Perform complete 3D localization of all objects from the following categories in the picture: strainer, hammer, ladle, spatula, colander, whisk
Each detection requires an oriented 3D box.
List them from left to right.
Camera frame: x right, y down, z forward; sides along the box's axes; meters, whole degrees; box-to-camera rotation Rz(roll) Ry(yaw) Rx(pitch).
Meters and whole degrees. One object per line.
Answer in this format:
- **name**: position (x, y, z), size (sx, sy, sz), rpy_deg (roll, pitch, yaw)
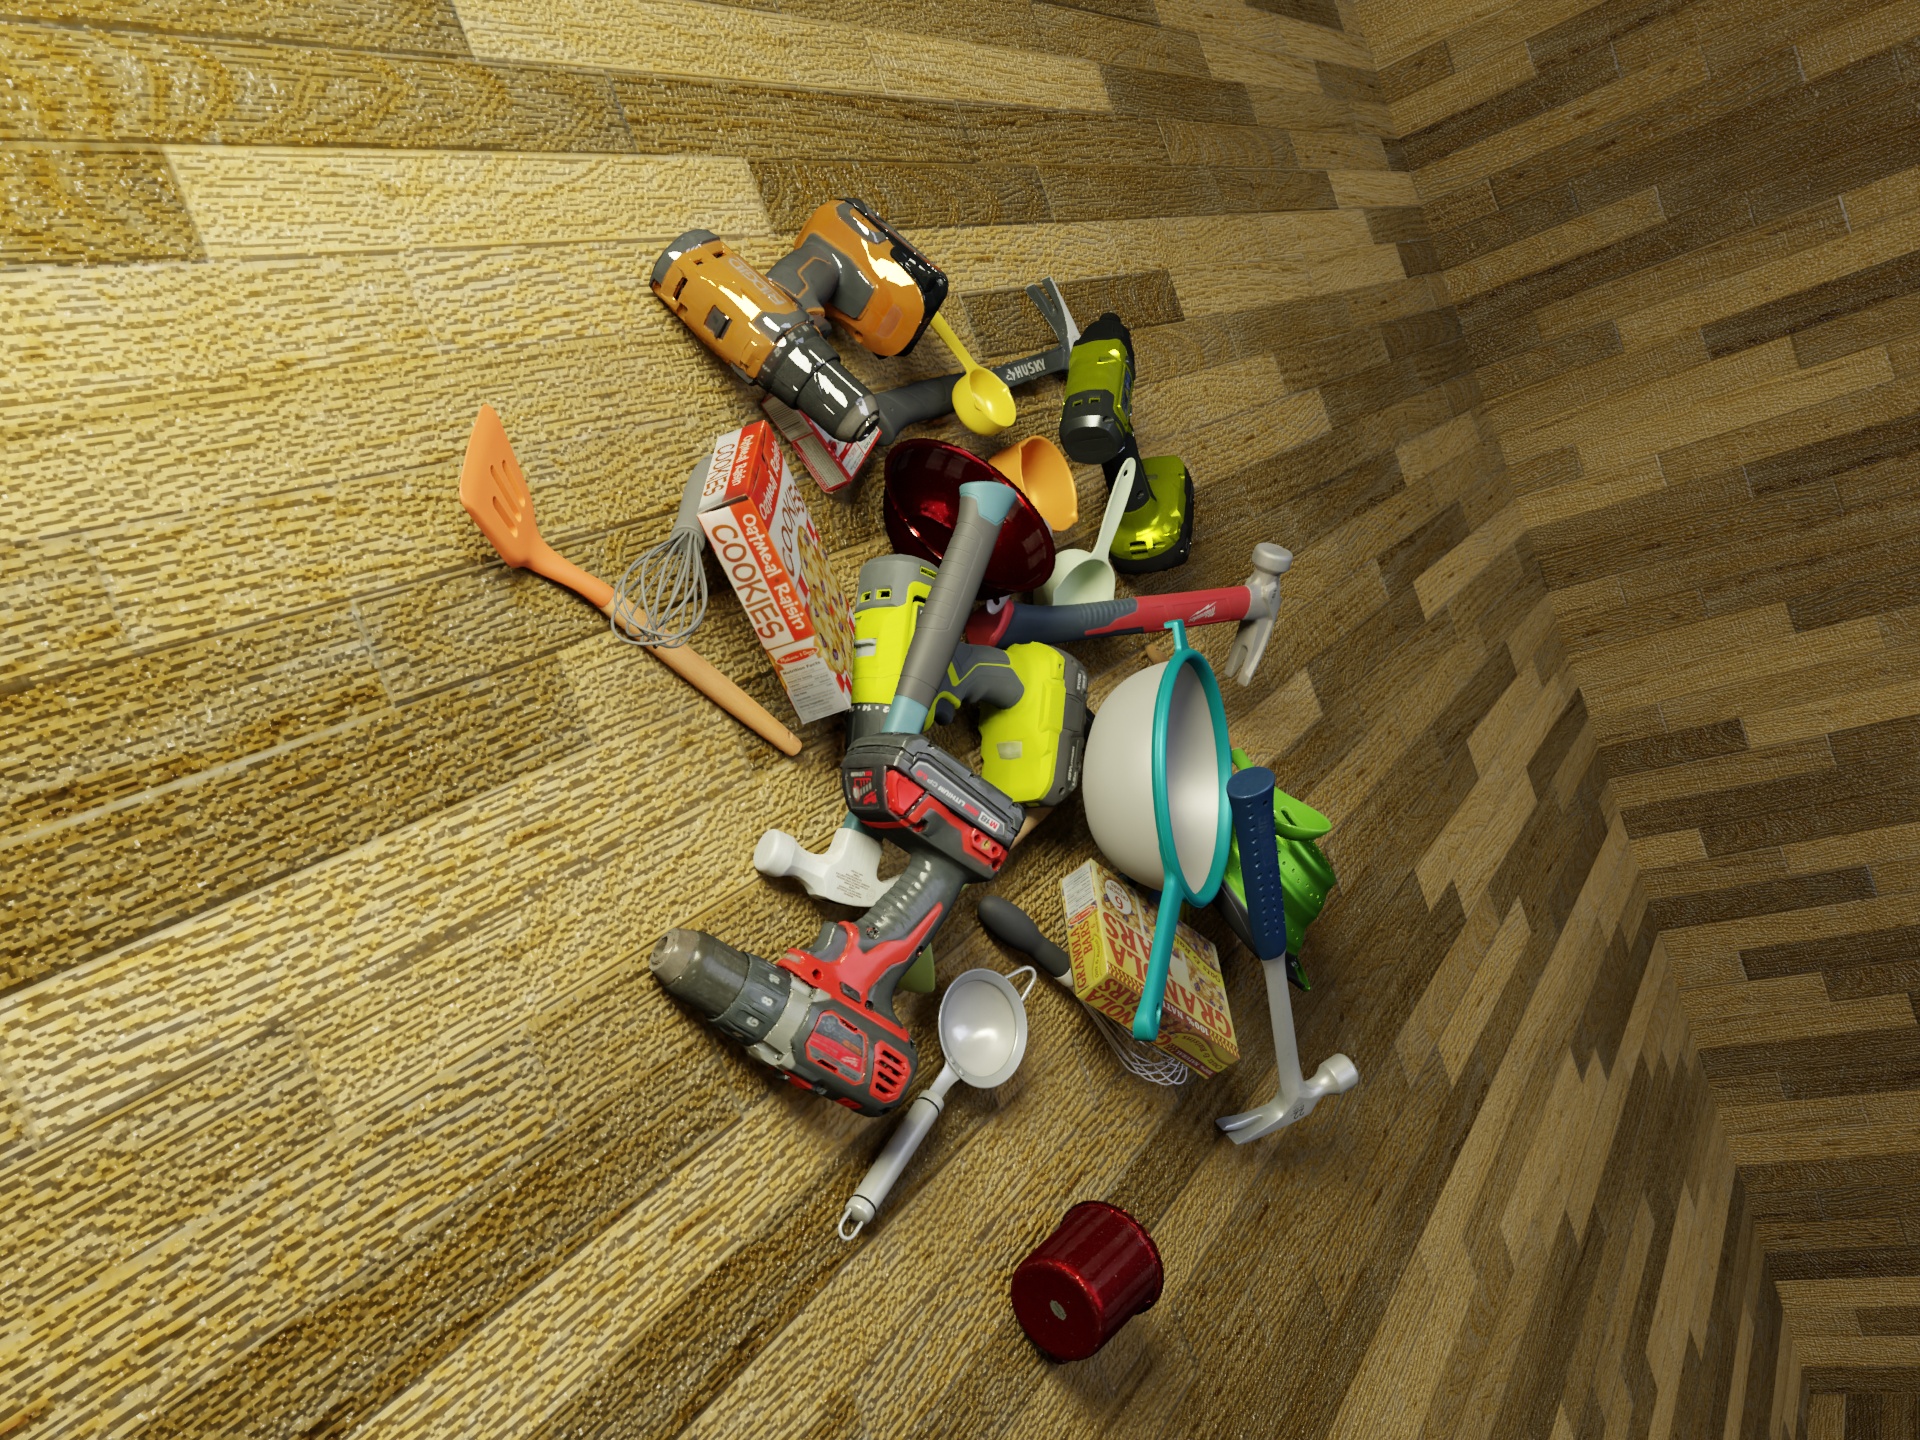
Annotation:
- **spatula**: position (-0.199, -0.066, 1.000), size (0.322, 0.041, 0.081), rpy_deg (42, 35, -40)
- **whisk**: position (-0.177, -0.114, 1.014), size (0.055, 0.055, 0.239), rpy_deg (54, 21, -27)
- **hammer**: position (-0.031, -0.025, 1.119), size (0.128, 0.033, 0.331), rpy_deg (29, 72, -28)
- **strainer**: position (-0.020, 0.263, 1.120), size (0.086, 0.050, 0.258), rpy_deg (56, 43, -15)
- **hammer**: position (0.021, -0.307, 1.424), size (0.409, 0.036, 0.149), rpy_deg (-33, 103, -55)
- **ladle**: position (0.023, 0.113, 1.225), size (0.320, 0.062, 0.078), rpy_deg (-35, 123, -56)
- **whisk**: position (0.106, 0.222, 1.310), size (0.284, 0.070, 0.070), rpy_deg (41, 45, -31)
- **hammer**: position (0.156, -0.081, 1.448), size (0.386, 0.038, 0.143), rpy_deg (-9, 123, -40)
- **strainer**: position (0.140, 0.099, 1.276), size (0.210, 0.095, 0.341), rpy_deg (60, 36, -46)
- **colander**: position (0.230, 0.076, 1.459), size (0.396, 0.094, 0.205), rpy_deg (47, 14, -20)
- **hammer**: position (0.269, 0.212, 1.384), size (0.144, 0.035, 0.405), rpy_deg (-26, 126, -16)

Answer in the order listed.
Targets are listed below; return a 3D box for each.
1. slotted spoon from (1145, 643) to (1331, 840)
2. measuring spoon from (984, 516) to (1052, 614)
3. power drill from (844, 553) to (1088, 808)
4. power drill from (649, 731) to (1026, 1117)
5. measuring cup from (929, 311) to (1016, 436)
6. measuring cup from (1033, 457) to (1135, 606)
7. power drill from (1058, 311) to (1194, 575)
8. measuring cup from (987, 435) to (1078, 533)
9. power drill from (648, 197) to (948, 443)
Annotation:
- **slotted spoon**: position (0.244, 0.017, 1.472), size (0.070, 0.031, 0.314), rpy_deg (4, 33, -27)
- **measuring spoon**: position (0.050, -0.130, 1.325), size (0.034, 0.018, 0.124), rpy_deg (50, 47, -23)
- **power drill**: position (-0.002, -0.004, 1.224), size (0.228, 0.080, 0.191), rpy_deg (21, 70, -47)
- **power drill**: position (-0.076, 0.117, 1.014), size (0.187, 0.080, 0.227), rpy_deg (36, 70, -25)
- **measuring cup**: position (-0.012, -0.306, 1.338), size (0.156, 0.029, 0.062), rpy_deg (53, 37, -6)
- **measuring cup**: position (0.113, -0.158, 1.417), size (0.083, 0.038, 0.167), rpy_deg (5, 110, -45)
- **power drill**: position (0.158, -0.261, 1.511), size (0.223, 0.080, 0.171), rpy_deg (60, 33, -47)
- **measuring cup**: position (0.048, -0.172, 1.393), size (0.095, 0.052, 0.174), rpy_deg (47, 46, -33)
- **power drill**: position (-0.094, -0.293, 1.163), size (0.185, 0.084, 0.226), rpy_deg (42, 37, 5)
